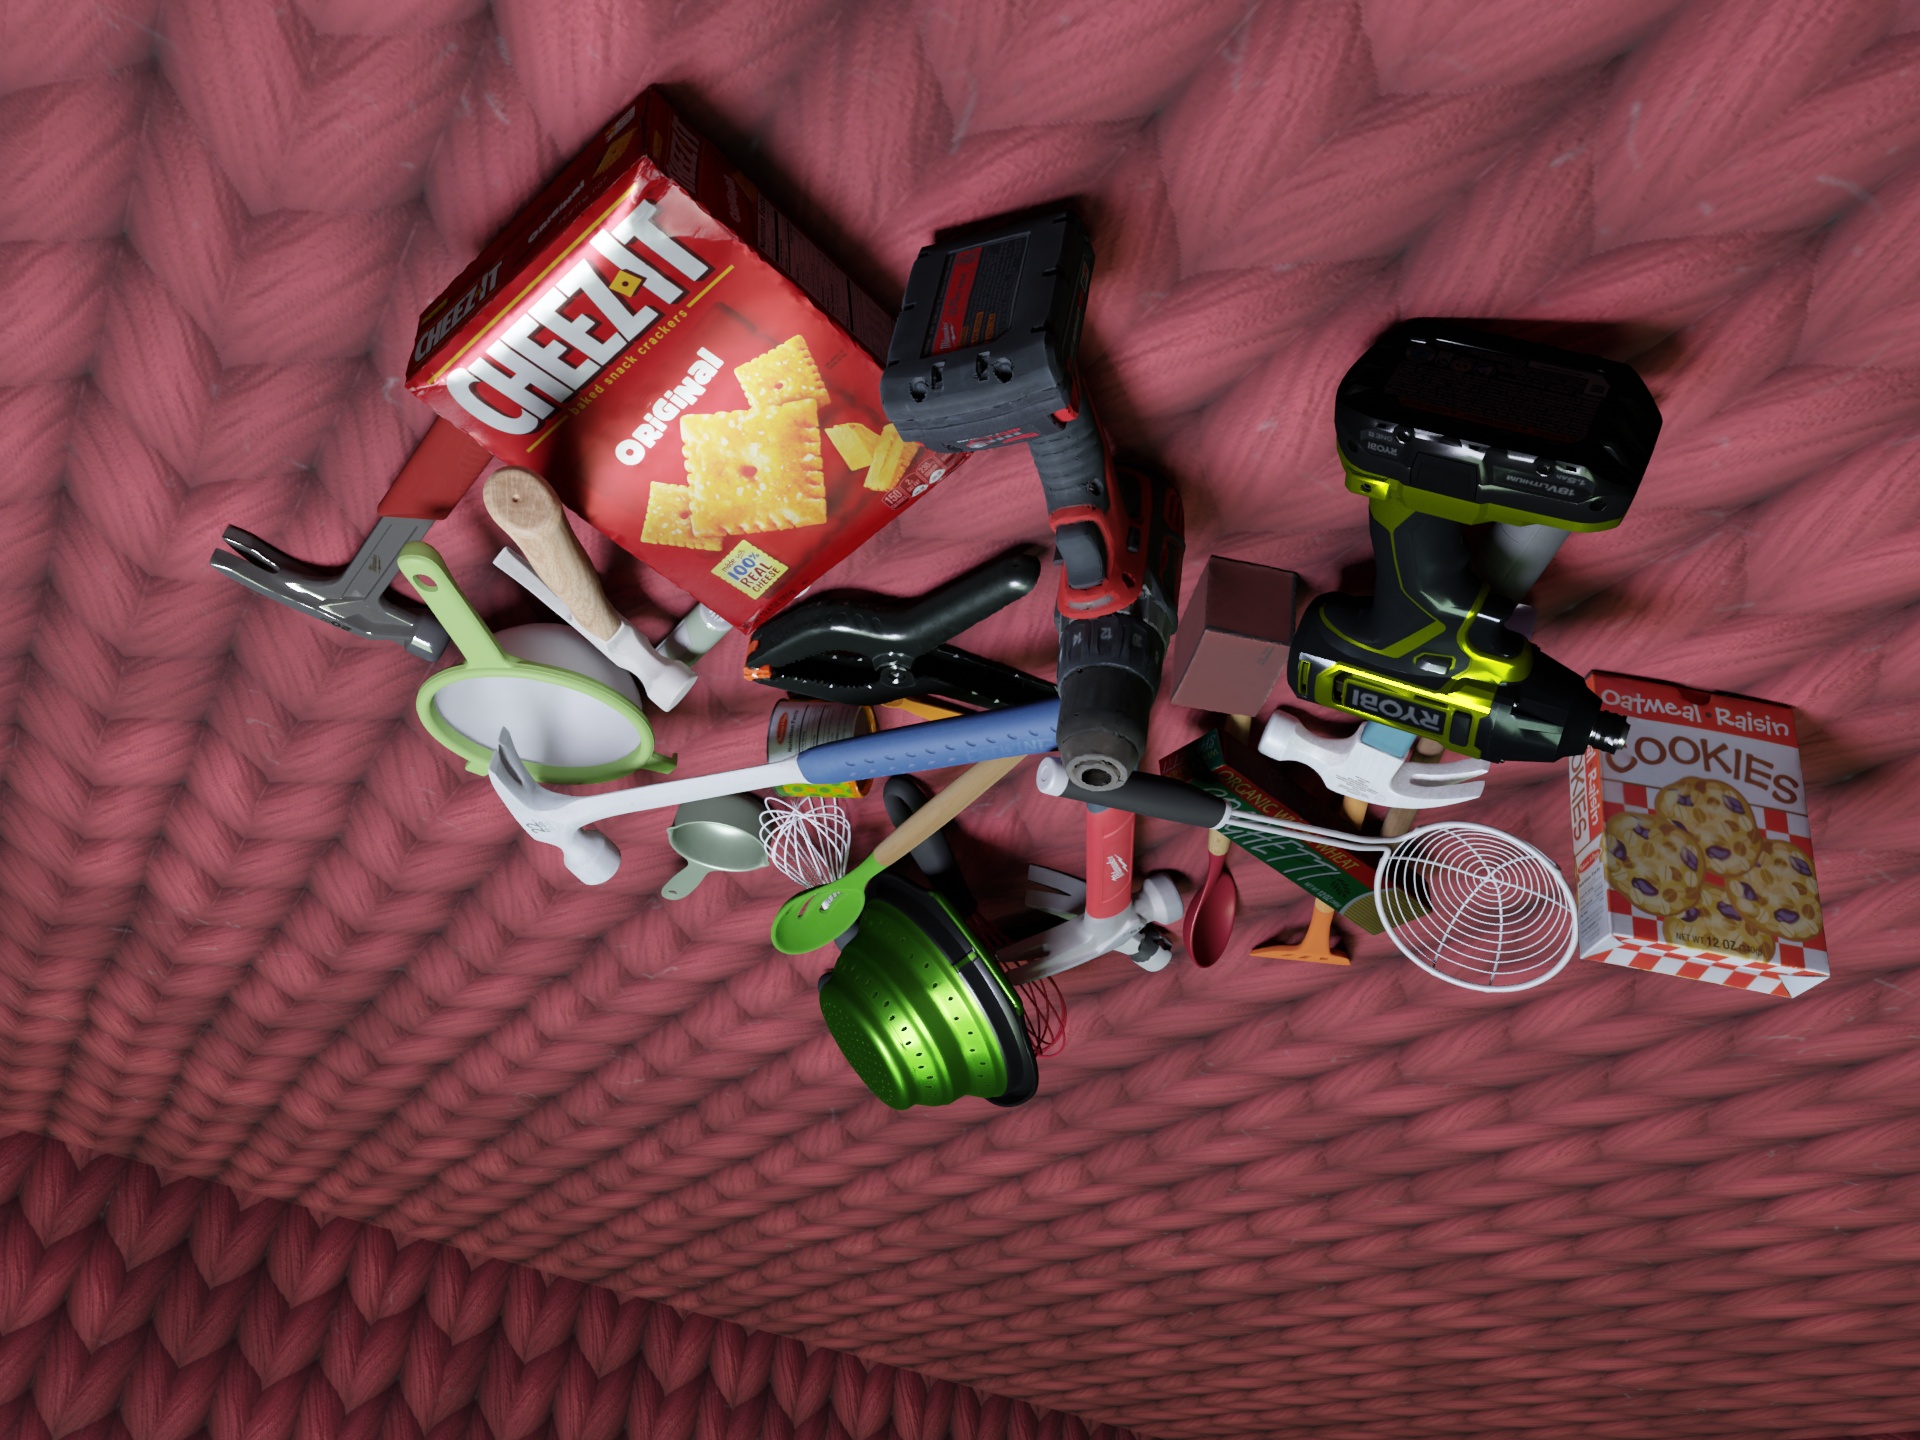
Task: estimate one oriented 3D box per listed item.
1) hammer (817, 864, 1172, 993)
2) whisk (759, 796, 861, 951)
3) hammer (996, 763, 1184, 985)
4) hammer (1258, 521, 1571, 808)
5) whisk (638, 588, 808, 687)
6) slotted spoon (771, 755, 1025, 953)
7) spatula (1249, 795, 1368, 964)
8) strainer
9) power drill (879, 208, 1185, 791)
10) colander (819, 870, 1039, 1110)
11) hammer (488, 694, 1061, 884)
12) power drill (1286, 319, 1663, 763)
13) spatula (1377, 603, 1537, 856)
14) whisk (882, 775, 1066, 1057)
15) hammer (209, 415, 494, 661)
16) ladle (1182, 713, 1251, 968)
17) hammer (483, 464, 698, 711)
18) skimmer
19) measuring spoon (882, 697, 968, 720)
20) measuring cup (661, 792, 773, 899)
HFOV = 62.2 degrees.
[{"bbox_3d":[0.002,0.196,1.336,0.335,0.035,0.146,-21,137,39],"label":"hammer"},{"bbox_3d":[-0.102,0.131,1.245,0.070,0.070,0.284,4,152,9],"label":"whisk"},{"bbox_3d":[0.086,0.051,1.043,0.143,0.038,0.385,-21,145,-12],"label":"hammer"},{"bbox_3d":[0.273,-0.052,0.868,0.128,0.033,0.330,24,145,6],"label":"hammer"},{"bbox_3d":[-0.143,-0.068,0.958,0.059,0.058,0.246,-7,164,-35],"label":"whisk"},{"bbox_3d":[-0.037,0.081,1.090,0.070,0.031,0.313,7,145,-39],"label":"slotted spoon"},{"bbox_3d":[0.267,0.113,1.152,0.081,0.041,0.322,5,143,6],"label":"spatula"},{"bbox_3d":[-0.279,-0.048,0.993,0.151,0.069,0.256,-1,148,10],"label":"strainer"},{"bbox_3d":[0.047,-0.095,0.739,0.080,0.188,0.226,-8,140,23],"label":"power drill"},{"bbox_3d":[-0.055,0.254,1.264,0.204,0.094,0.397,53,157,13],"label":"colander"},{"bbox_3d":[-0.107,0.029,0.986,0.405,0.035,0.143,-11,140,22],"label":"hammer"},{"bbox_3d":[0.252,-0.071,0.770,0.171,0.080,0.223,19,146,23],"label":"power drill"},{"bbox_3d":[0.293,0.020,1.004,0.060,0.018,0.315,12,147,9],"label":"spatula"},{"bbox_3d":[0.009,0.157,1.201,0.073,0.073,0.295,-9,124,27],"label":"whisk"},{"bbox_3d":[-0.305,-0.140,0.895,0.149,0.037,0.359,27,144,-25],"label":"hammer"},{"bbox_3d":[0.180,0.074,1.093,0.031,0.069,0.315,25,147,21],"label":"ladle"},{"bbox_3d":[-0.205,-0.076,0.832,0.130,0.031,0.331,40,171,0],"label":"hammer"},{"bbox_3d":[0.213,0.091,0.966,0.363,0.090,0.127,13,137,-24],"label":"skimmer"},{"bbox_3d":[-0.002,-0.003,1.054,0.116,0.011,0.021,18,146,-19],"label":"measuring spoon"},{"bbox_3d":[-0.199,0.099,1.237,0.083,0.038,0.167,22,147,-18],"label":"measuring cup"}]
